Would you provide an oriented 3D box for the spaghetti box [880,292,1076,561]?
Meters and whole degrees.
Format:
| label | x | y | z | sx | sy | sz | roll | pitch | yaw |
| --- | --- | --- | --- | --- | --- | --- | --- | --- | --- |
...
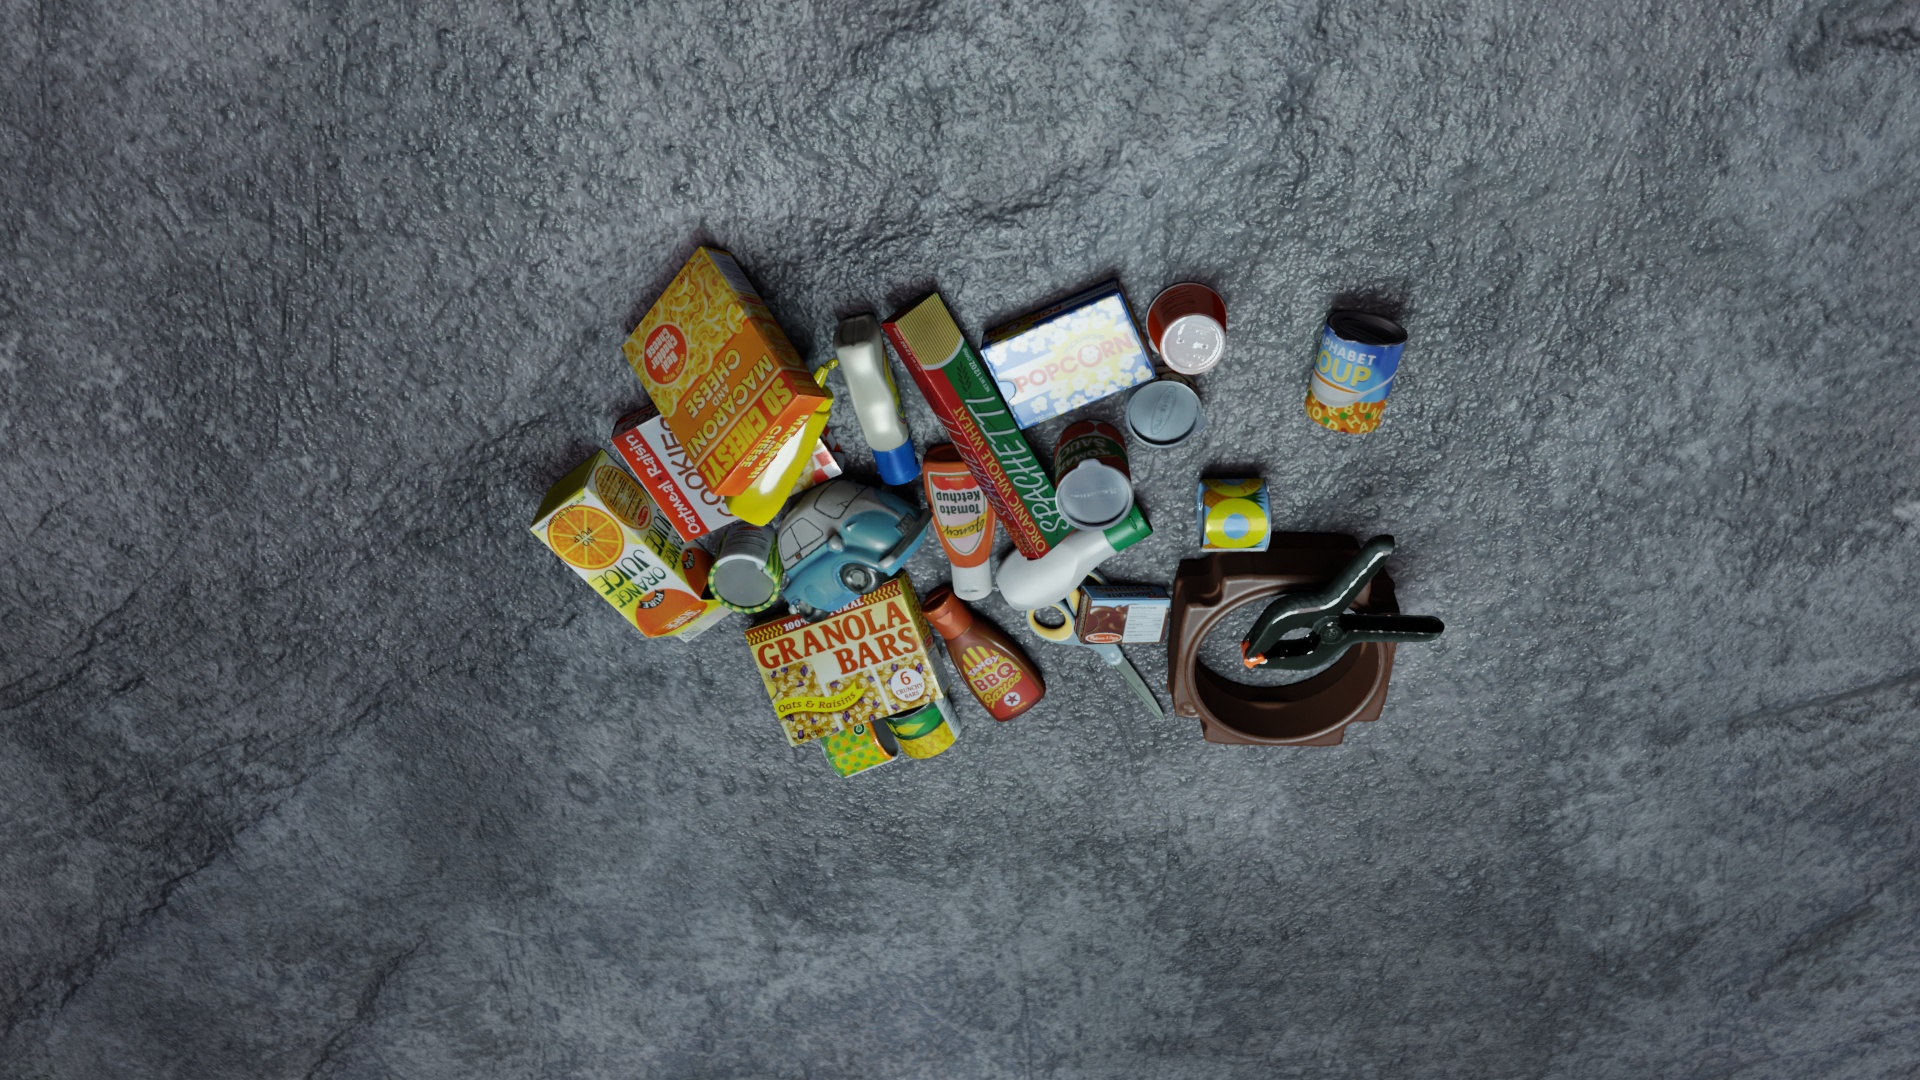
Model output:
| label | x | y | z | sx | sy | sz | roll | pitch | yaw |
| --- | --- | --- | --- | --- | --- | --- | --- | --- | --- |
| spaghetti box | 0.019 | -0.094 | 1.193 | 0.050 | 0.028 | 0.249 | -40 | 110 | -21 |

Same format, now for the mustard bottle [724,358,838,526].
| label | x | y | z | sx | sy | sz | roll | pitch | yaw |
| --- | --- | --- | --- | --- | --- | --- | --- | --- | --- |
| mustard bottle | -0.147 | -0.090 | 1.171 | 0.049 | 0.065 | 0.159 | 24 | 113 | -22 |

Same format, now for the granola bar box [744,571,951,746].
| label | x | y | z | sx | sy | sz | roll | pitch | yaw |
| --- | --- | --- | --- | --- | --- | --- | --- | --- | --- |
| granola bar box | -0.108 | 0.114 | 1.331 | 0.165 | 0.039 | 0.124 | -19 | 97 | 14 |

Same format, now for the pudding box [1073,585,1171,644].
| label | x | y | z | sx | sy | sz | roll | pitch | yaw |
| --- | --- | --- | --- | --- | --- | --- | --- | --- | --- |
| pudding box | 0.152 | 0.070 | 1.307 | 0.084 | 0.030 | 0.049 | 0 | 115 | -16 |

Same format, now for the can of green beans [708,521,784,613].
| label | x | y | z | sx | sy | sz | roll | pitch | yaw |
| --- | --- | --- | --- | --- | --- | --- | --- | --- | --- |
| can of green beans | -0.197 | 0.025 | 1.292 | 0.071 | 0.058 | 0.071 | 1 | 122 | 2 |

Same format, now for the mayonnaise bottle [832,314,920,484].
| label | x | y | z | sx | sy | sz | roll | pitch | yaw |
| --- | --- | --- | --- | --- | --- | --- | --- | --- | --- |
| mayonnaise bottle | -0.070 | -0.117 | 1.198 | 0.041 | 0.065 | 0.147 | -13 | 125 | 7 |

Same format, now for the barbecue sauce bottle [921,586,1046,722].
| label | x | y | z | sx | sy | sz | roll | pitch | yaw |
| --- | --- | --- | --- | --- | --- | --- | --- | --- | --- |
| barbecue sauce bottle | 0.019 | 0.108 | 1.343 | 0.065 | 0.044 | 0.148 | -33 | 115 | 13 |

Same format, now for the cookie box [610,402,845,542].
| label | x | y | z | sx | sy | sz | roll | pitch | yaw |
| --- | --- | --- | --- | --- | --- | --- | --- | --- | --- |
| cookie box | -0.206 | -0.084 | 1.236 | 0.167 | 0.040 | 0.122 | -23 | 119 | 14 |

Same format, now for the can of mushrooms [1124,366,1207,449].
| label | x | y | z | sx | sy | sz | roll | pitch | yaw |
| --- | --- | --- | --- | --- | --- | --- | --- | --- | --- |
| can of mushrooms | 0.177 | -0.115 | 1.204 | 0.071 | 0.033 | 0.070 | 1 | 121 | 2 |

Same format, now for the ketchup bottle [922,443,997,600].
| label | x | y | z | sx | sy | sz | roll | pitch | yaw |
| --- | --- | --- | --- | --- | --- | --- | --- | --- | --- |
| ketchup bottle | 0.005 | -0.016 | 1.267 | 0.065 | 0.044 | 0.148 | -2 | 123 | 9 |

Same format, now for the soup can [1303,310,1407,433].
| label | x | y | z | sx | sy | sz | roll | pitch | yaw |
| --- | --- | --- | --- | --- | --- | --- | --- | --- | --- |
| soup can | 0.327 | -0.140 | 1.161 | 0.071 | 0.072 | 0.083 | 7 | 122 | -2 |

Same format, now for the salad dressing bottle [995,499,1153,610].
| label | x | y | z | sx | sy | sz | roll | pitch | yaw |
| --- | --- | --- | --- | --- | --- | --- | --- | --- | --- |
| salad dressing bottle | 0.105 | 0.012 | 1.278 | 0.147 | 0.044 | 0.064 | -29 | 88 | 15 |

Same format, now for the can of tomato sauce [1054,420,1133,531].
| label | x | y | z | sx | sy | sz | roll | pitch | yaw |
| --- | --- | --- | --- | --- | --- | --- | --- | --- | --- |
| can of tomato sauce | 0.114 | -0.059 | 1.211 | 0.071 | 0.083 | 0.070 | 1 | 122 | 2 |

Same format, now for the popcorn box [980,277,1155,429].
| label | x | y | z | sx | sy | sz | roll | pitch | yaw |
| --- | --- | --- | --- | --- | --- | --- | --- | --- | --- |
| popcorn box | 0.091 | -0.158 | 1.178 | 0.126 | 0.038 | 0.085 | -21 | 120 | 14 |

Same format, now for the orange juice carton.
| label | x | y | z | sx | sy | sz | roll | pitch | yaw |
| --- | --- | --- | --- | --- | --- | --- | --- | --- | --- |
| orange juice carton | -0.295 | 0.017 | 1.282 | 0.071 | 0.073 | 0.192 | -33 | 116 | 20 |

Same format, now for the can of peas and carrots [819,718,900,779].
| label | x | y | z | sx | sy | sz | roll | pitch | yaw |
| --- | --- | --- | --- | --- | --- | --- | --- | --- | --- |
| can of peas and carrots | -0.102 | 0.196 | 1.390 | 0.058 | 0.071 | 0.070 | -23 | 118 | 15 |

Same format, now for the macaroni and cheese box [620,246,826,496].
| label | x | y | z | sx | sy | sz | roll | pitch | yaw |
| --- | --- | --- | --- | --- | --- | --- | --- | --- | --- |
| macaroni and cheese box | -0.196 | -0.138 | 1.142 | 0.123 | 0.040 | 0.167 | -45 | 67 | 25 |

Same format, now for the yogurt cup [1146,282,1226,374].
| label | x | y | z | sx | sy | sz | roll | pitch | yaw |
| --- | --- | --- | --- | --- | --- | --- | --- | --- | --- |
| yogurt cup | 0.190 | -0.174 | 1.155 | 0.072 | 0.054 | 0.072 | 1 | 121 | 1 |

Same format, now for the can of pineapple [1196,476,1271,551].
| label | x | y | z | sx | sy | sz | roll | pitch | yaw |
| --- | --- | --- | --- | --- | --- | --- | --- | --- | --- |
| can of pineapple | 0.243 | -0.024 | 1.239 | 0.058 | 0.071 | 0.070 | -1 | 122 | 3 |

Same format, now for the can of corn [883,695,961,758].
| label | x | y | z | sx | sy | sz | roll | pitch | yaw |
| --- | --- | --- | --- | --- | --- | --- | --- | --- | --- |
| can of corn | -0.042 | 0.174 | 1.373 | 0.071 | 0.071 | 0.058 | -20 | 120 | 14 |
